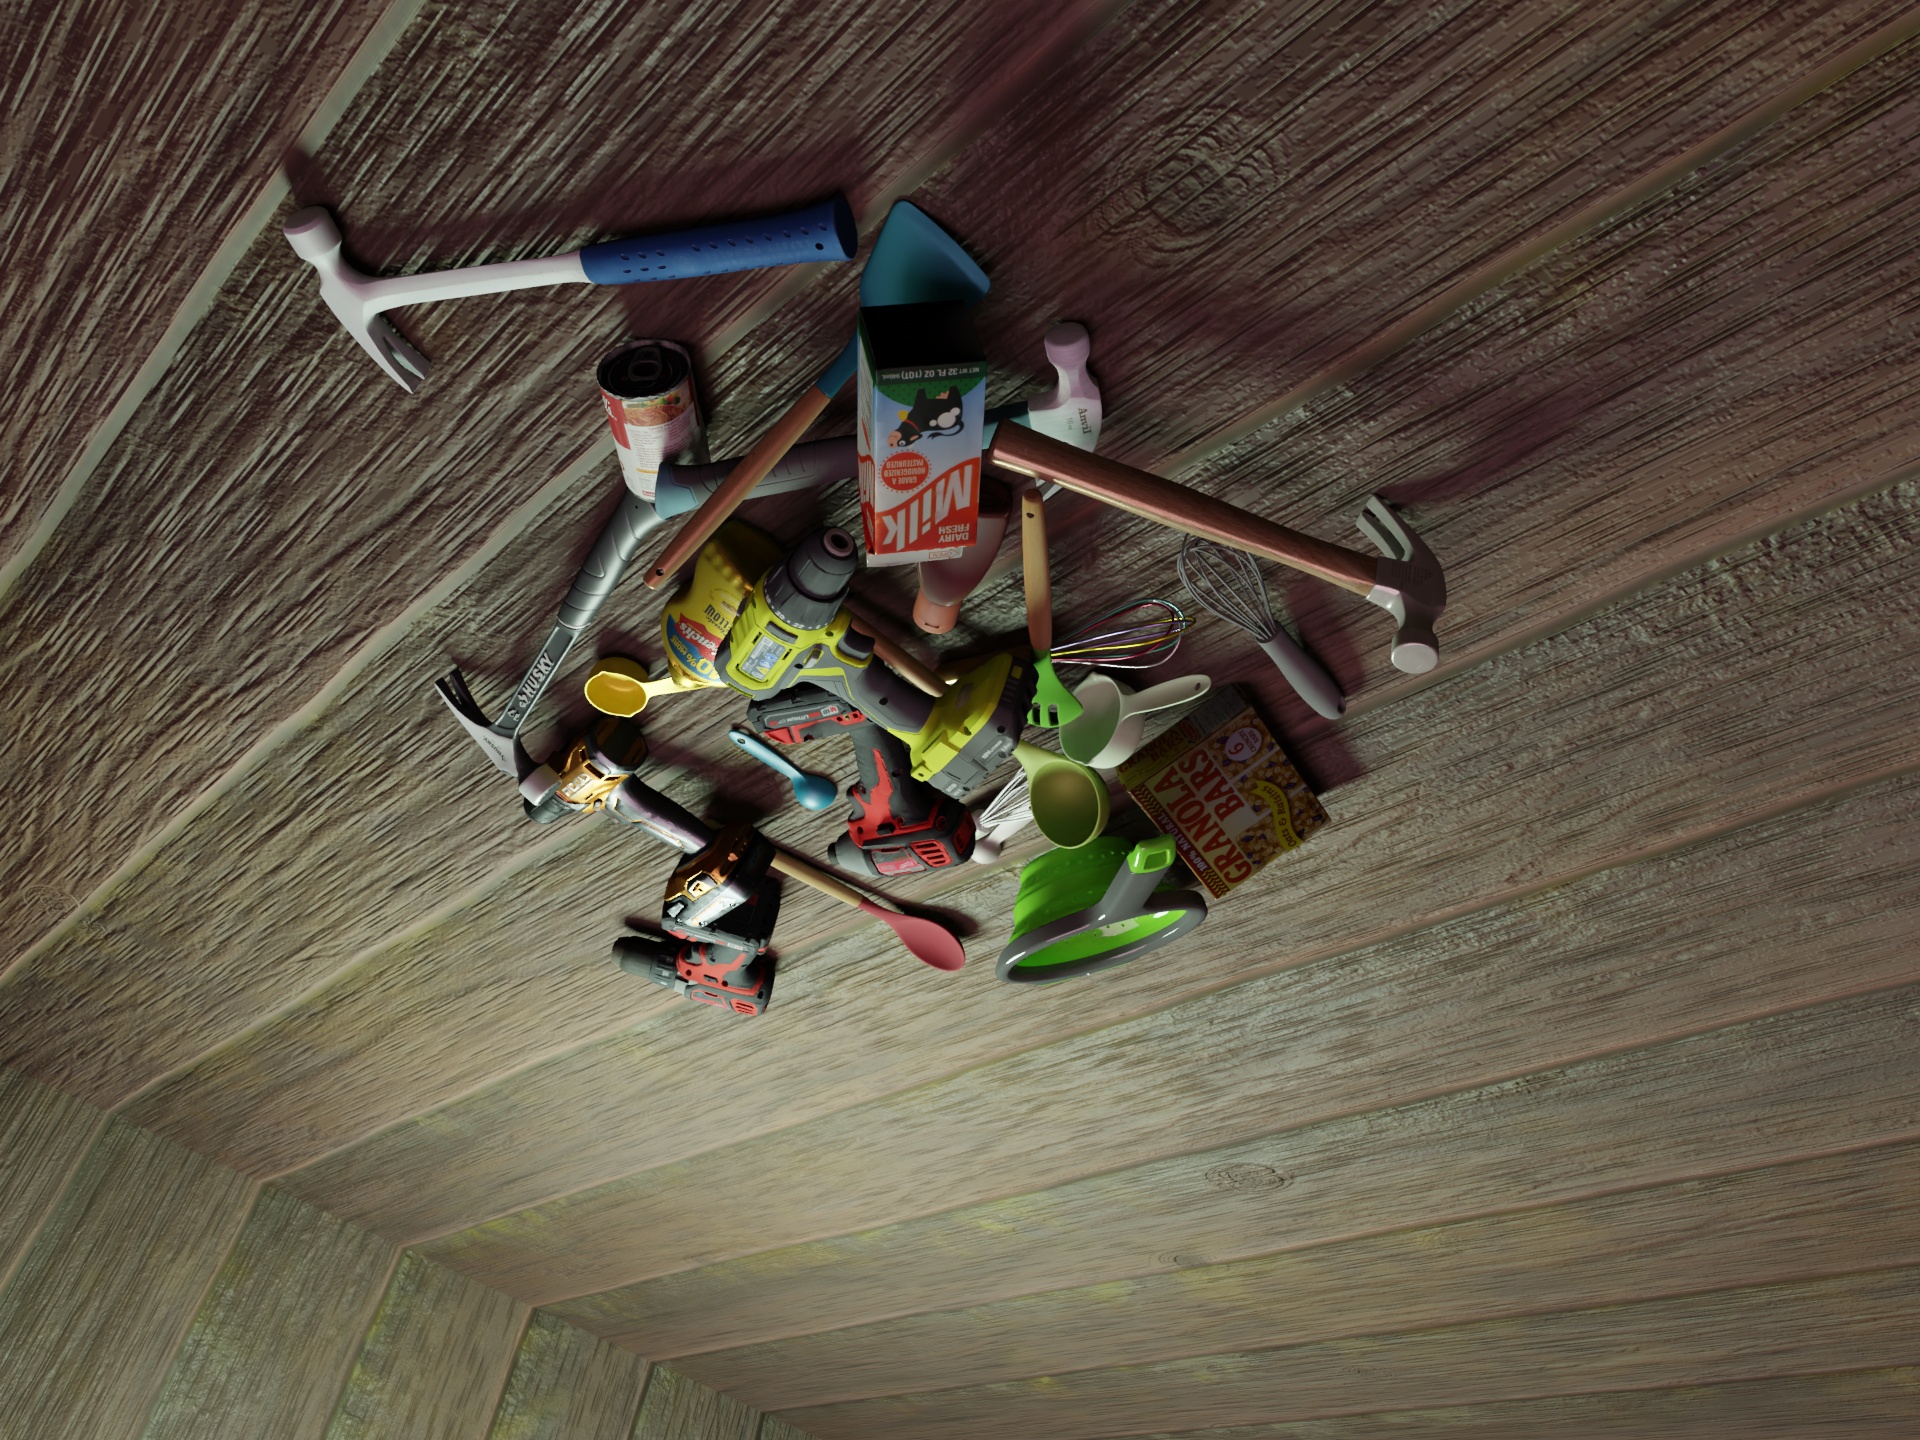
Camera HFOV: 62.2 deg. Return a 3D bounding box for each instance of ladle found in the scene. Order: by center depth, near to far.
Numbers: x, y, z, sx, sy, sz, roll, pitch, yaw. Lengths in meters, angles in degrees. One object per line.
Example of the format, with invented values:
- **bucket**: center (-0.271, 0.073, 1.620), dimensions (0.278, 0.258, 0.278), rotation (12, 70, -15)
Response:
- **ladle**: center (-0.002, -0.004, 1.330), dimensions (0.320, 0.062, 0.078), rotation (37, 130, -14)
- **ladle**: center (-0.128, 0.178, 1.656), dimensions (0.315, 0.031, 0.069), rotation (29, 137, -15)

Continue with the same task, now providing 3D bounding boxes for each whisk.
- **whisk**: center (0.238, -0.070, 1.228), dimensions (0.055, 0.055, 0.238), rotation (-18, 136, 34)
- **whisk**: center (0.079, -0.057, 1.293), dimensions (0.245, 0.047, 0.051), rotation (-11, 136, 33)
- **whisk**: center (0.026, 0.092, 1.489), dimensions (0.059, 0.058, 0.246), rotation (24, 146, -26)

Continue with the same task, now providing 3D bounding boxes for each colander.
- **colander**: center (0.126, 0.137, 1.407), dimensions (0.204, 0.095, 0.396), rotation (-13, 159, -10)

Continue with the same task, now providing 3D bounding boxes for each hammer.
- **hammer**: center (0.178, -0.139, 1.093), dimensions (0.331, 0.130, 0.031), rotation (20, 141, -4)
- **hammer**: center (-0.263, -0.308, 1.097), dimensions (0.405, 0.035, 0.143), rotation (-1, 139, 19)
- **hammer**: center (-0.063, -0.192, 1.128), dimensions (0.331, 0.033, 0.128), rotation (-9, 137, 9)
- **hammer**: center (-0.345, -0.081, 1.379), dimensions (0.149, 0.036, 0.408), rotation (45, 132, 1)

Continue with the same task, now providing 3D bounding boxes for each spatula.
- **spatula**: center (-0.113, -0.205, 1.078), dimensions (0.082, 0.044, 0.317), rotation (42, 102, -10)

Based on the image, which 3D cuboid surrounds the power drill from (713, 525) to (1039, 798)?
- **power drill**: center (-0.059, -0.046, 1.215), dimensions (0.228, 0.080, 0.190), rotation (29, 142, -13)

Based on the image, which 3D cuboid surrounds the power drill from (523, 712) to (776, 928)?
- **power drill**: center (-0.318, 0.107, 1.575), dimensions (0.226, 0.084, 0.185), rotation (42, 135, -16)

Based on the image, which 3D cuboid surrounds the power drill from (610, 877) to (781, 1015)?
- **power drill**: center (-0.291, 0.242, 1.748), dimensions (0.188, 0.080, 0.226), rotation (16, 144, -2)

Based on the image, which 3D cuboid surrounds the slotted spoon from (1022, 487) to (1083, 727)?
- **slotted spoon**: center (0.058, -0.073, 1.204), dimensions (0.070, 0.031, 0.313), rotation (13, 152, 12)

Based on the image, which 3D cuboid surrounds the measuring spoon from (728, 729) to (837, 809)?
- **measuring spoon**: center (-0.172, 0.050, 1.516), dimensions (0.128, 0.021, 0.042), rotation (37, 136, -28)

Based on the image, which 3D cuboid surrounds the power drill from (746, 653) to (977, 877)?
- **power drill**: center (-0.090, 0.046, 1.398), dimensions (0.143, 0.079, 0.219), rotation (-12, 120, 28)

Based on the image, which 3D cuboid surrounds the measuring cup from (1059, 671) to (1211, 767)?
- **measuring cup**: center (0.150, -0.007, 1.292), dimensions (0.038, 0.083, 0.167), rotation (20, 154, -36)

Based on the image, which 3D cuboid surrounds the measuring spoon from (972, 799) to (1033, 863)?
- **measuring spoon**: center (0.044, 0.108, 1.522), dimensions (0.034, 0.018, 0.124), rotation (28, 139, -16)

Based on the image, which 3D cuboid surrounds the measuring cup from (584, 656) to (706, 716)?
- **measuring cup**: center (-0.264, -0.041, 1.439), dimensions (0.156, 0.029, 0.062), rotation (-10, 137, 10)
